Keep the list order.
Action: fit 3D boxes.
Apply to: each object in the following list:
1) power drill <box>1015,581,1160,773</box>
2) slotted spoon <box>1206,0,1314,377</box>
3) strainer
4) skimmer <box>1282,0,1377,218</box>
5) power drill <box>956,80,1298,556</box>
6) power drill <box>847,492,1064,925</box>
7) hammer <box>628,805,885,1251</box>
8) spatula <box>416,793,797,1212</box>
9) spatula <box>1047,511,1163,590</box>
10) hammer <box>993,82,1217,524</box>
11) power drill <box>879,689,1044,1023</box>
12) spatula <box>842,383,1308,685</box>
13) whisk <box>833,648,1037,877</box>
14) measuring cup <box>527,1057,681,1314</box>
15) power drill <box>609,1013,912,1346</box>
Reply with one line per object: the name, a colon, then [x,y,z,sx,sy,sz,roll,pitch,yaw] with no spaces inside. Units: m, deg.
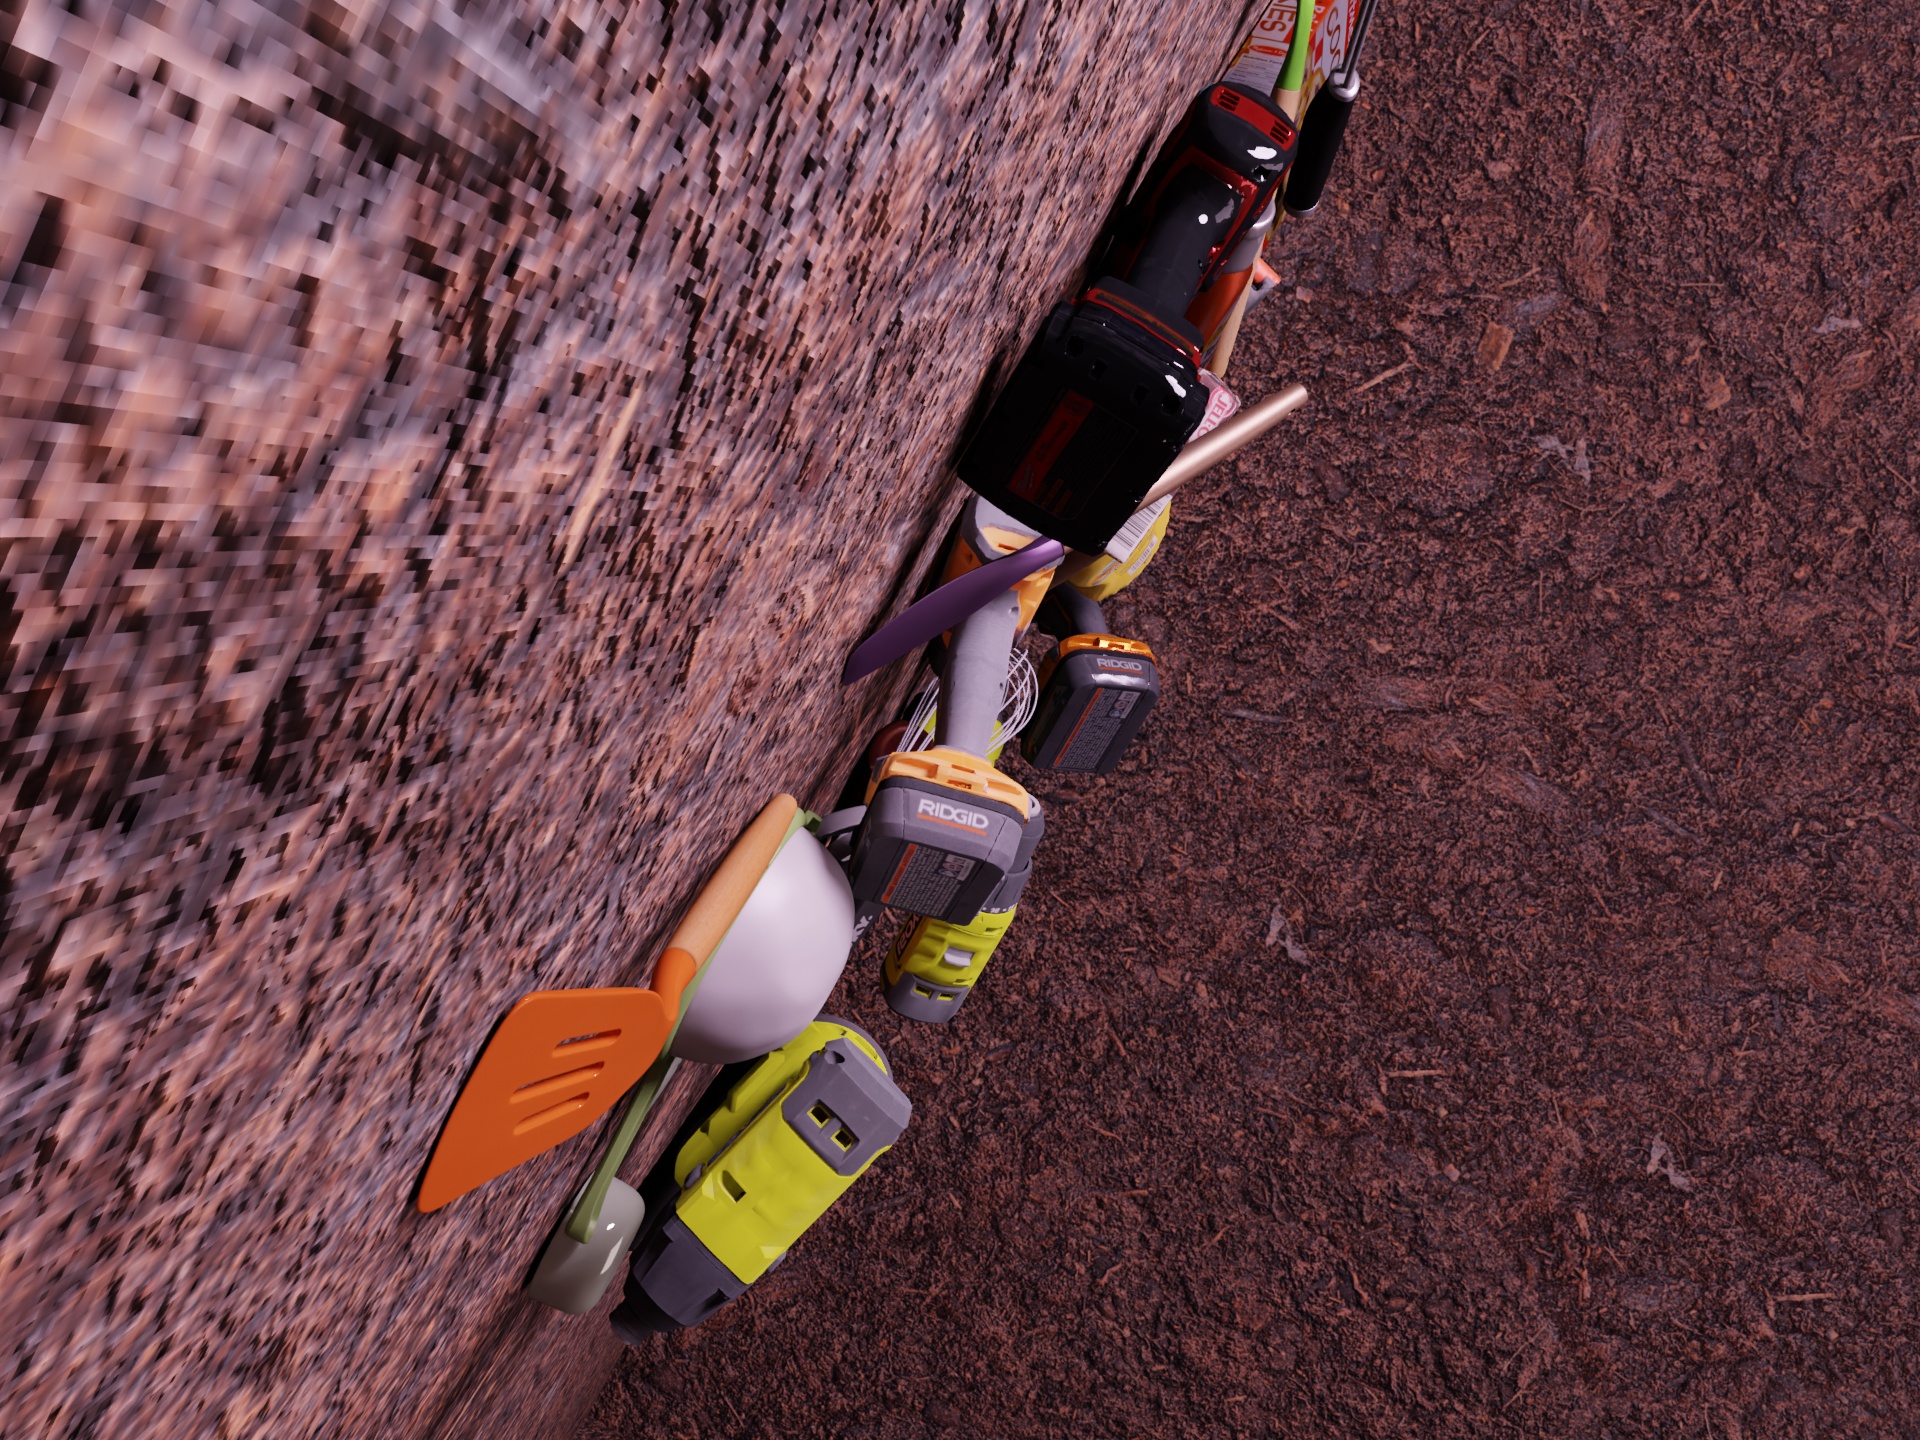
power drill: [0.079,-0.069,1.272,0.164,0.084,0.227,117,-29,-45]
slotted spoon: [0.182,-0.341,0.922,0.070,0.031,0.313,-52,158,-47]
strainer: [-0.122,0.171,0.831,0.256,0.069,0.151,-62,178,3]
skimmer: [0.248,-0.380,0.852,0.363,0.090,0.127,90,3,-74]
power drill: [0.079,-0.187,0.785,0.187,0.080,0.227,-52,-170,54]
power drill: [-0.001,-0.003,0.902,0.185,0.084,0.226,116,-12,-63]
hammer: [-0.119,0.192,0.981,0.335,0.035,0.146,-55,149,8]
spatula: [-0.109,0.079,0.606,0.081,0.041,0.323,-62,-178,17]
spatula: [0.055,-0.084,1.042,0.317,0.044,0.082,-27,-145,63]
hammer: [0.086,-0.226,0.973,0.330,0.033,0.128,-62,176,37]
power drill: [-0.004,0.080,1.161,0.229,0.080,0.190,-100,-148,-54]
spatula: [0.068,-0.104,0.819,0.316,0.018,0.059,-33,166,-24]
whisk: [-0.048,0.057,1.021,0.284,0.070,0.070,-49,174,-16]
measuring cup: [-0.188,0.263,0.915,0.168,0.038,0.083,-59,177,-39]
power drill: [-0.103,0.234,0.838,0.171,0.080,0.223,-45,178,-4]
